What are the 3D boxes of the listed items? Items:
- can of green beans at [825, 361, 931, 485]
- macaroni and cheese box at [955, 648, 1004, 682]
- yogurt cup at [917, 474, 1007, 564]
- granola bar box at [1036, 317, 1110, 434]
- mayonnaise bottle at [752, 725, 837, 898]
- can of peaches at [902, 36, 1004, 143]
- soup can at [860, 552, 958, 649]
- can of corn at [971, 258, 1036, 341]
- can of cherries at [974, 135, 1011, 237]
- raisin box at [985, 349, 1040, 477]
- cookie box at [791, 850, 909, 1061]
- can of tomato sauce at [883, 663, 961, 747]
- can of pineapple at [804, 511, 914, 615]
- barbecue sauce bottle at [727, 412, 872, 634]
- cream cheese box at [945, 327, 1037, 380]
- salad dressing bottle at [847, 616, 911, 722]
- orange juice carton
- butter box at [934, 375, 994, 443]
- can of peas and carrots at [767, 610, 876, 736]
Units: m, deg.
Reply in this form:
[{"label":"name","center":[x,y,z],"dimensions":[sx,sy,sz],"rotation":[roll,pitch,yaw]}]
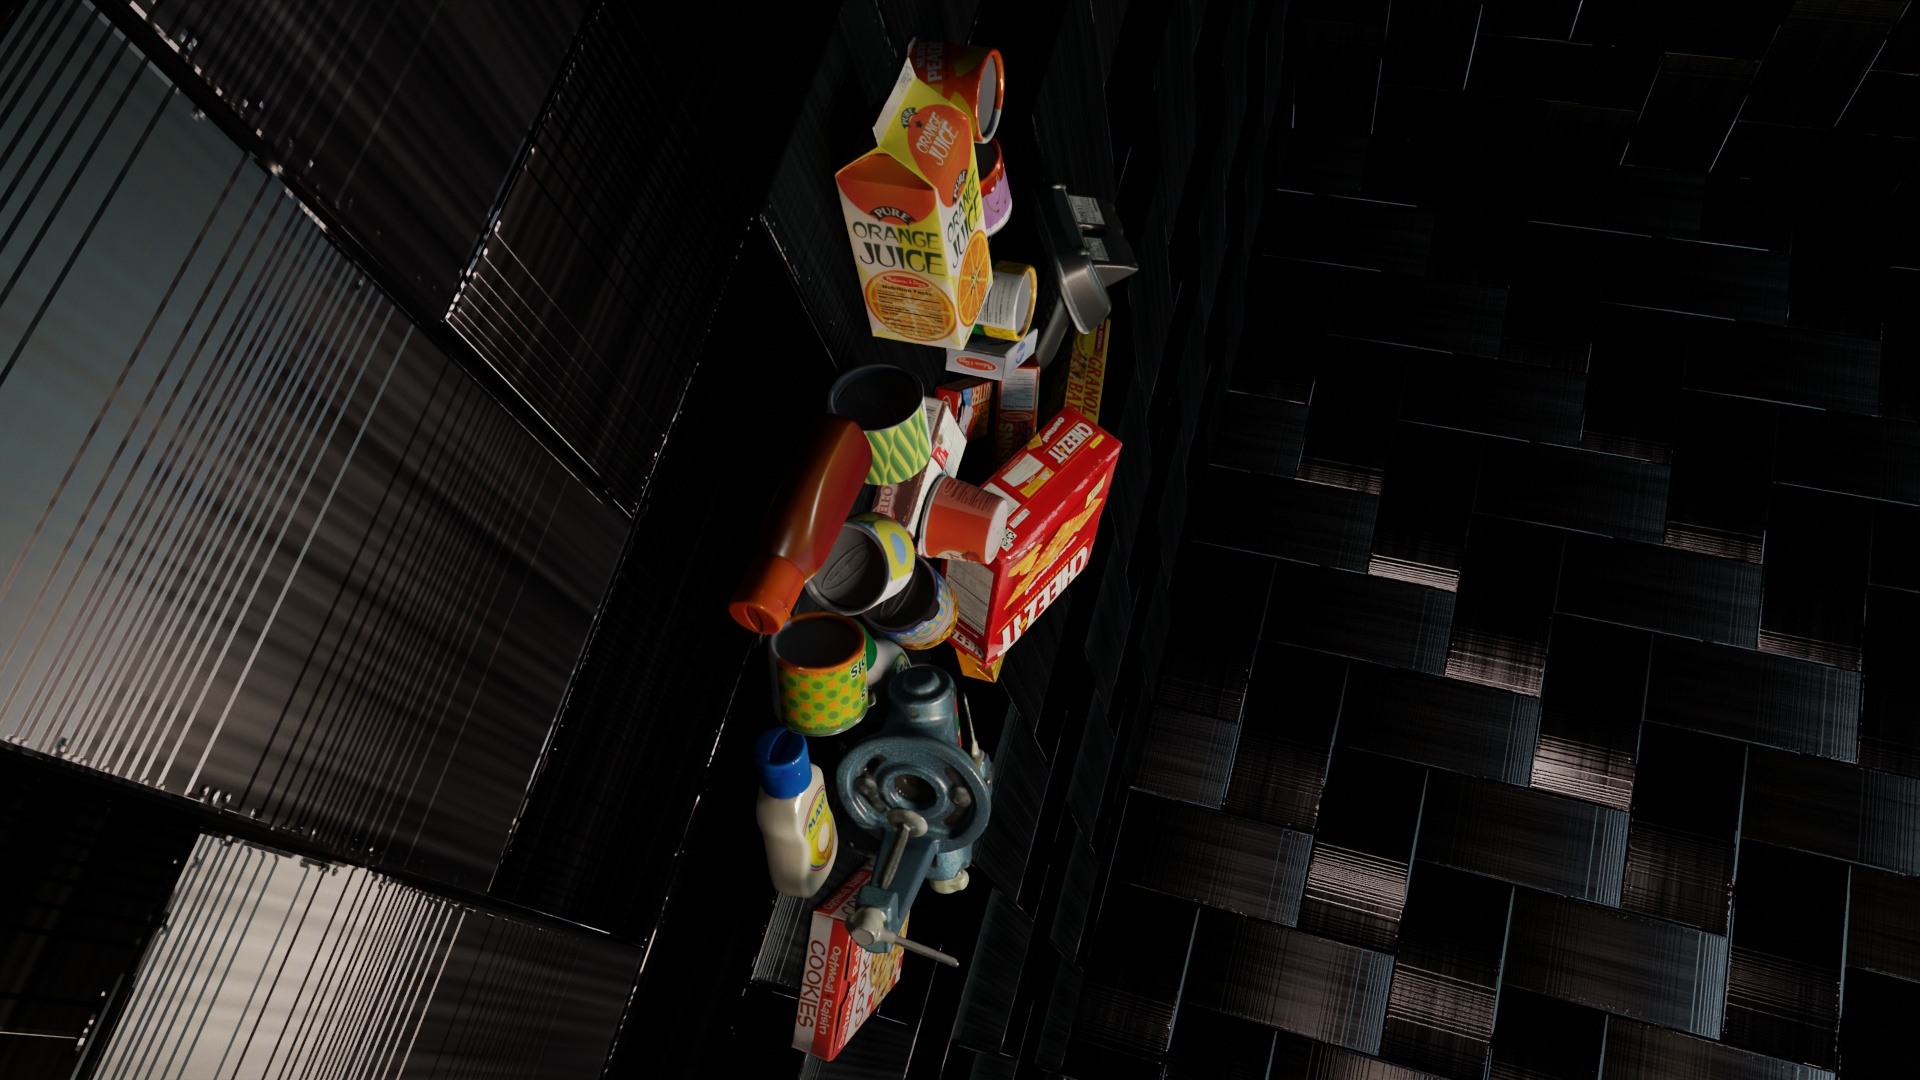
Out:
[{"label":"can of green beans","center":[-0.055,-0.081,0.965],"dimensions":[0.057,0.071,0.071],"rotation":[83,24,-51]},{"label":"macaroni and cheese box","center":[0.037,0.044,1.429],"dimensions":[0.123,0.040,0.167],"rotation":[77,28,-57]},{"label":"yogurt cup","center":[0.004,-0.014,1.102],"dimensions":[0.072,0.054,0.072],"rotation":[13,92,-76]},{"label":"granola bar box","center":[0.099,-0.134,1.385],"dimensions":[0.123,0.039,0.166],"rotation":[124,-18,-48]},{"label":"mayonnaise bottle","center":[-0.118,0.190,0.982],"dimensions":[0.147,0.041,0.065],"rotation":[86,20,-45]},{"label":"can of peaches","center":[-0.005,-0.320,0.986],"dimensions":[0.071,0.058,0.071],"rotation":[11,91,-75]},{"label":"soup can","center":[-0.039,0.050,1.105],"dimensions":[0.083,0.071,0.071],"rotation":[50,53,-71]},{"label":"can of corn","center":[0.029,-0.207,1.187],"dimensions":[0.071,0.058,0.071],"rotation":[10,91,-74]},{"label":"can of cherries","center":[0.003,-0.268,1.037],"dimensions":[0.058,0.071,0.072],"rotation":[70,35,-60]},{"label":"raisin box","center":[0.048,-0.121,1.302],"dimensions":[0.086,0.040,0.122],"rotation":[-99,-169,-62]},{"label":"cookie box","center":[-0.088,0.354,1.207],"dimensions":[0.168,0.040,0.122],"rotation":[-20,120,-72]},{"label":"can of tomato sauce","center":[-0.035,0.159,1.209],"dimensions":[0.082,0.071,0.071],"rotation":[85,23,-48]},{"label":"can of pineapple","center":[-0.072,0.013,0.976],"dimensions":[0.058,0.071,0.071],"rotation":[-25,125,-72]},{"label":"barbecue sauce bottle","center":[-0.102,-0.009,0.893],"dimensions":[0.064,0.044,0.149],"rotation":[80,27,-52]},{"label":"cream cheese box","center":[0.028,-0.169,1.221],"dimensions":[0.104,0.053,0.024],"rotation":[-48,148,-61]},{"label":"salad dressing bottle","center":[-0.073,0.098,1.071],"dimensions":[0.147,0.044,0.064],"rotation":[63,48,-66]},{"label":"orange juice carton","center":[-0.031,-0.223,0.936],"dimensions":[0.191,0.073,0.072],"rotation":[78,28,-54]},{"label":"butter box","center":[0.001,-0.113,1.220],"dimensions":[0.104,0.024,0.053],"rotation":[-34,134,-68]},{"label":"can of peas and carrots","center":[-0.094,0.089,0.942],"dimensions":[0.071,0.071,0.058],"rotation":[-58,154,-51]}]
